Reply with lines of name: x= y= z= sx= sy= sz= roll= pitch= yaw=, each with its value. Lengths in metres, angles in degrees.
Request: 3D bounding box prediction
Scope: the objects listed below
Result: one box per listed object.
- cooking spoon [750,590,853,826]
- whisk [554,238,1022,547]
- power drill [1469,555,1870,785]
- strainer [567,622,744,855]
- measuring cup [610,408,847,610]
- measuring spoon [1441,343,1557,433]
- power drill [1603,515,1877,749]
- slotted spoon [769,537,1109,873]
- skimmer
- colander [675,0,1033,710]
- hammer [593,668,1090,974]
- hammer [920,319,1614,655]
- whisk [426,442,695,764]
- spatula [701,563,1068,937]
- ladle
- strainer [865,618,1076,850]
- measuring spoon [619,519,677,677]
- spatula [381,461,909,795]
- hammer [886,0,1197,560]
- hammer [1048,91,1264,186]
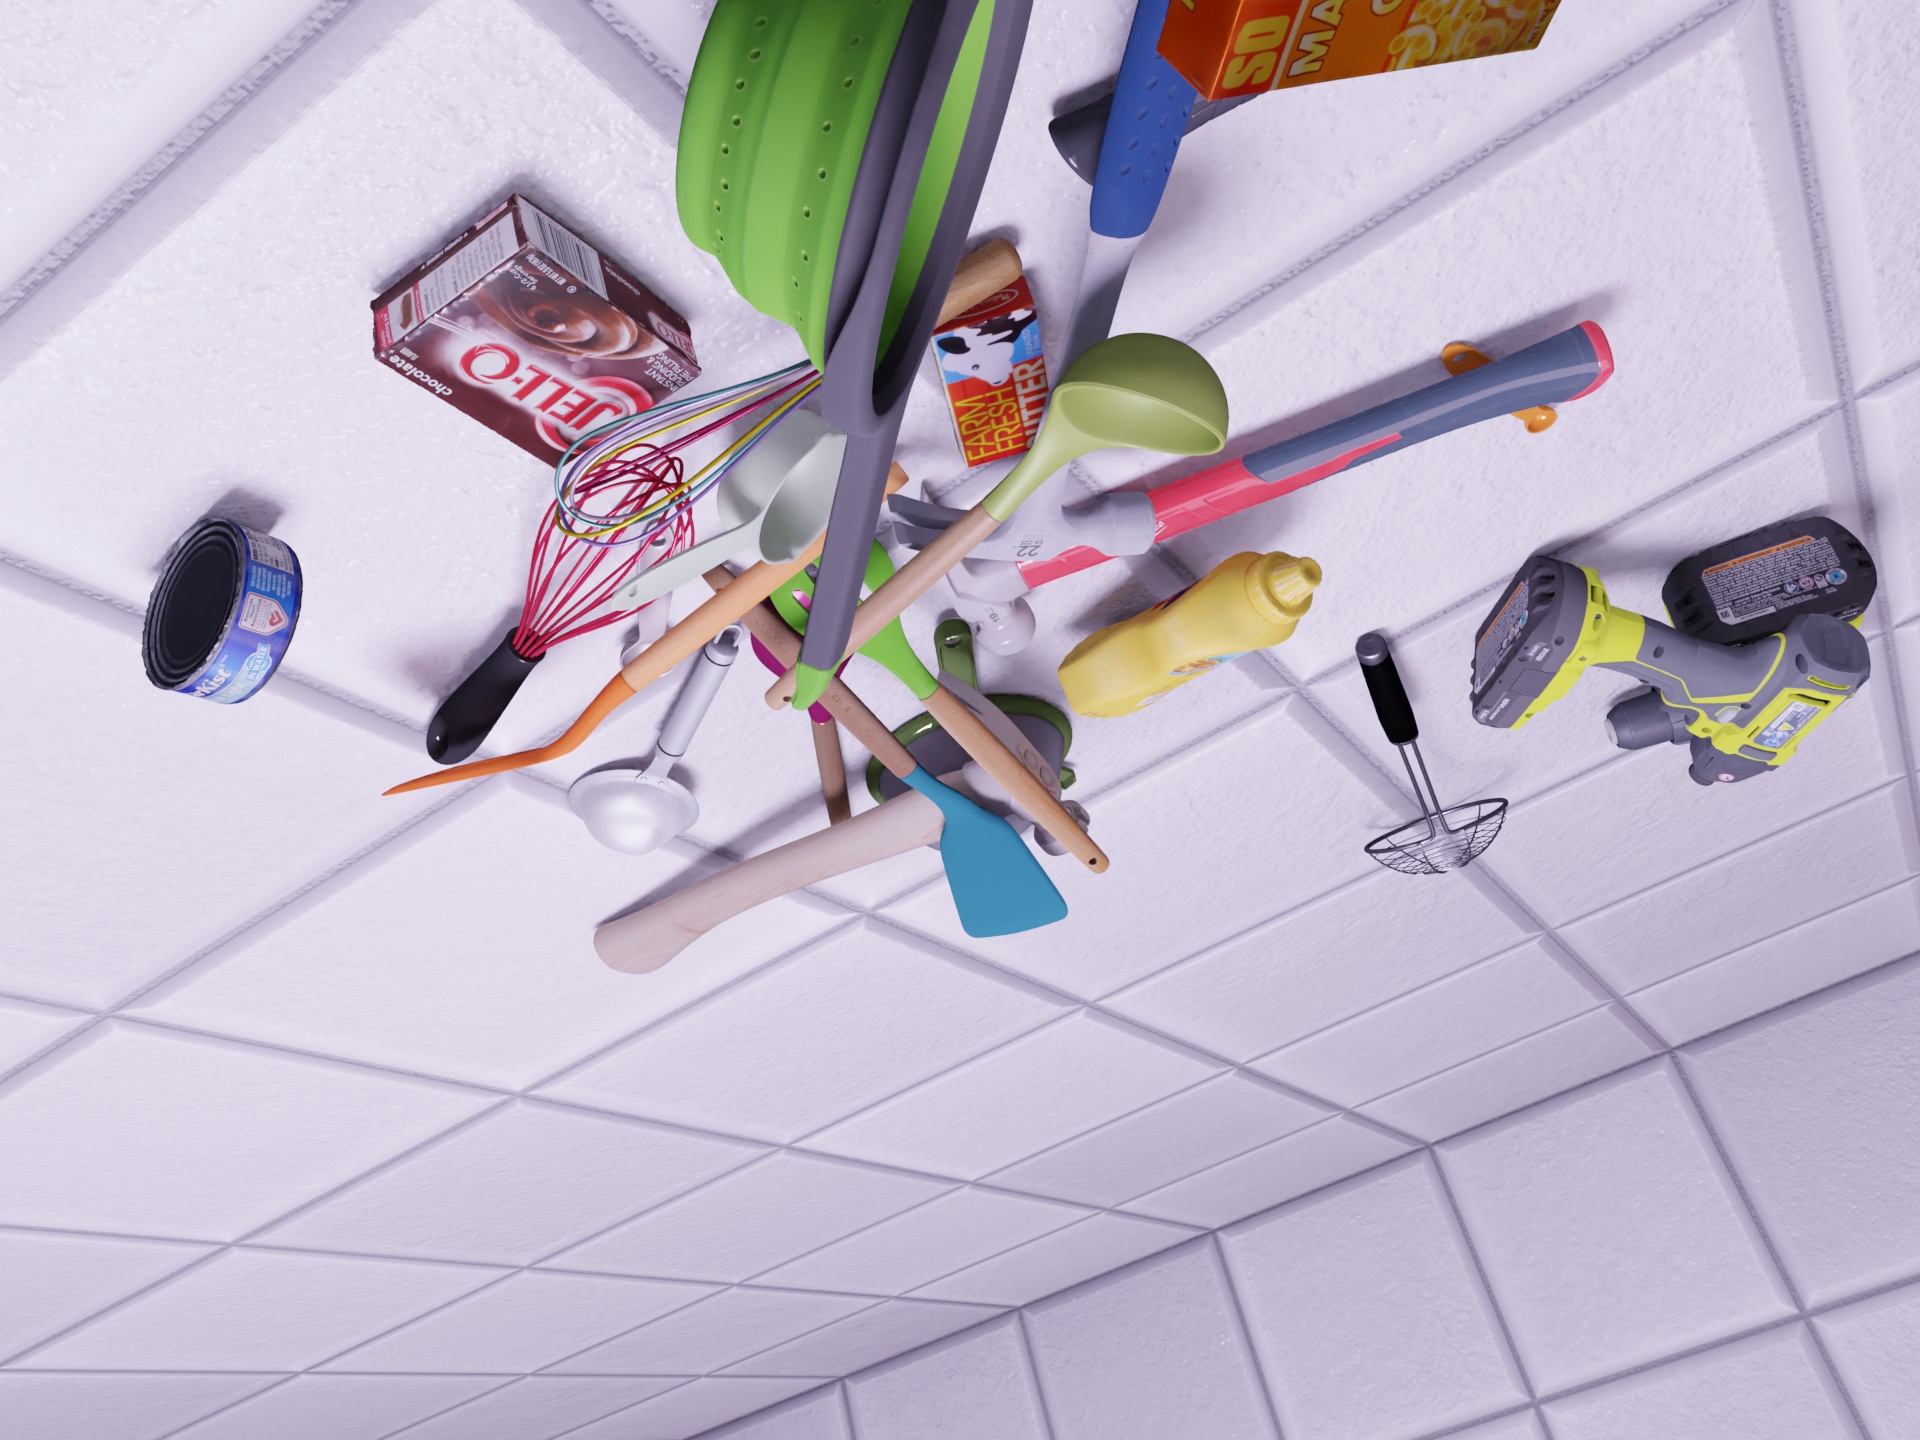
cooking spoon: x=-0.089 y=0.010 z=1.047 sx=0.068 sy=0.017 sz=0.318 roll=-12 pitch=149 yaw=-6
whisk: x=-0.081 y=-0.155 z=0.729 sx=0.245 sy=0.047 sz=0.051 roll=-32 pitch=110 yaw=-4
power drill: x=0.483 y=-0.025 z=1.117 sx=0.223 sy=0.080 sz=0.171 roll=15 pitch=146 yaw=1
strainer: x=-0.187 y=0.023 z=1.005 sx=0.086 sy=0.050 sz=0.258 roll=16 pitch=135 yaw=-21
measuring cup: x=-0.116 y=-0.099 z=0.764 sx=0.167 sy=0.038 sz=0.083 roll=-37 pitch=158 yaw=-41
measuring spoon: x=0.311 y=-0.194 z=0.921 sx=0.116 sy=0.011 sz=0.021 roll=19 pitch=134 yaw=-40
power drill: x=0.597 y=-0.051 z=1.225 sx=0.190 sy=0.080 sz=0.228 roll=-19 pitch=152 yaw=12
slotted spoon: x=-0.001 y=-0.003 z=0.936 sx=0.070 sy=0.031 sz=0.313 roll=-35 pitch=122 yaw=14
skimmer: x=0.358 y=0.023 z=1.275 sx=0.127 sy=0.090 sz=0.362 roll=-21 pitch=139 yaw=14
colander: x=-0.063 y=-0.160 z=0.642 sx=0.094 sy=0.205 sz=0.396 roll=19 pitch=134 yaw=1
hammer: x=-0.117 y=0.093 z=1.100 sx=0.410 sy=0.038 sz=0.146 roll=-25 pitch=121 yaw=32
hammer: x=0.169 y=-0.147 z=0.890 sx=0.386 sy=0.038 sz=0.143 roll=-20 pitch=148 yaw=9
whisk: x=-0.224 y=-0.050 z=0.850 sx=0.073 sy=0.073 sz=0.295 roll=10 pitch=145 yaw=-37
spatula: x=-0.049 y=0.021 z=0.952 sx=0.082 sy=0.044 sz=0.317 roll=-18 pitch=129 yaw=35
ladle: x=0.000 y=-0.079 z=0.776 sx=0.078 sy=0.062 sz=0.320 roll=21 pitch=137 yaw=-36
strainer: x=0.010 y=0.025 z=1.069 sx=0.151 sy=0.069 sz=0.256 roll=-14 pitch=151 yaw=-3
measuring spoon: x=-0.172 y=-0.069 z=0.889 sx=0.034 sy=0.018 sz=0.124 roll=-3 pitch=140 yaw=-18
spatula: x=-0.164 y=-0.043 z=0.851 sx=0.322 sy=0.041 sz=0.081 roll=-37 pitch=-178 yaw=6
hammer: x=0.061 y=-0.205 z=0.688 sx=0.144 sy=0.035 sz=0.405 roll=-5 pitch=147 yaw=-14
hammer: x=0.190 y=-0.312 z=0.644 sx=0.335 sy=0.035 sz=0.146 roll=-25 pitch=149 yaw=14
